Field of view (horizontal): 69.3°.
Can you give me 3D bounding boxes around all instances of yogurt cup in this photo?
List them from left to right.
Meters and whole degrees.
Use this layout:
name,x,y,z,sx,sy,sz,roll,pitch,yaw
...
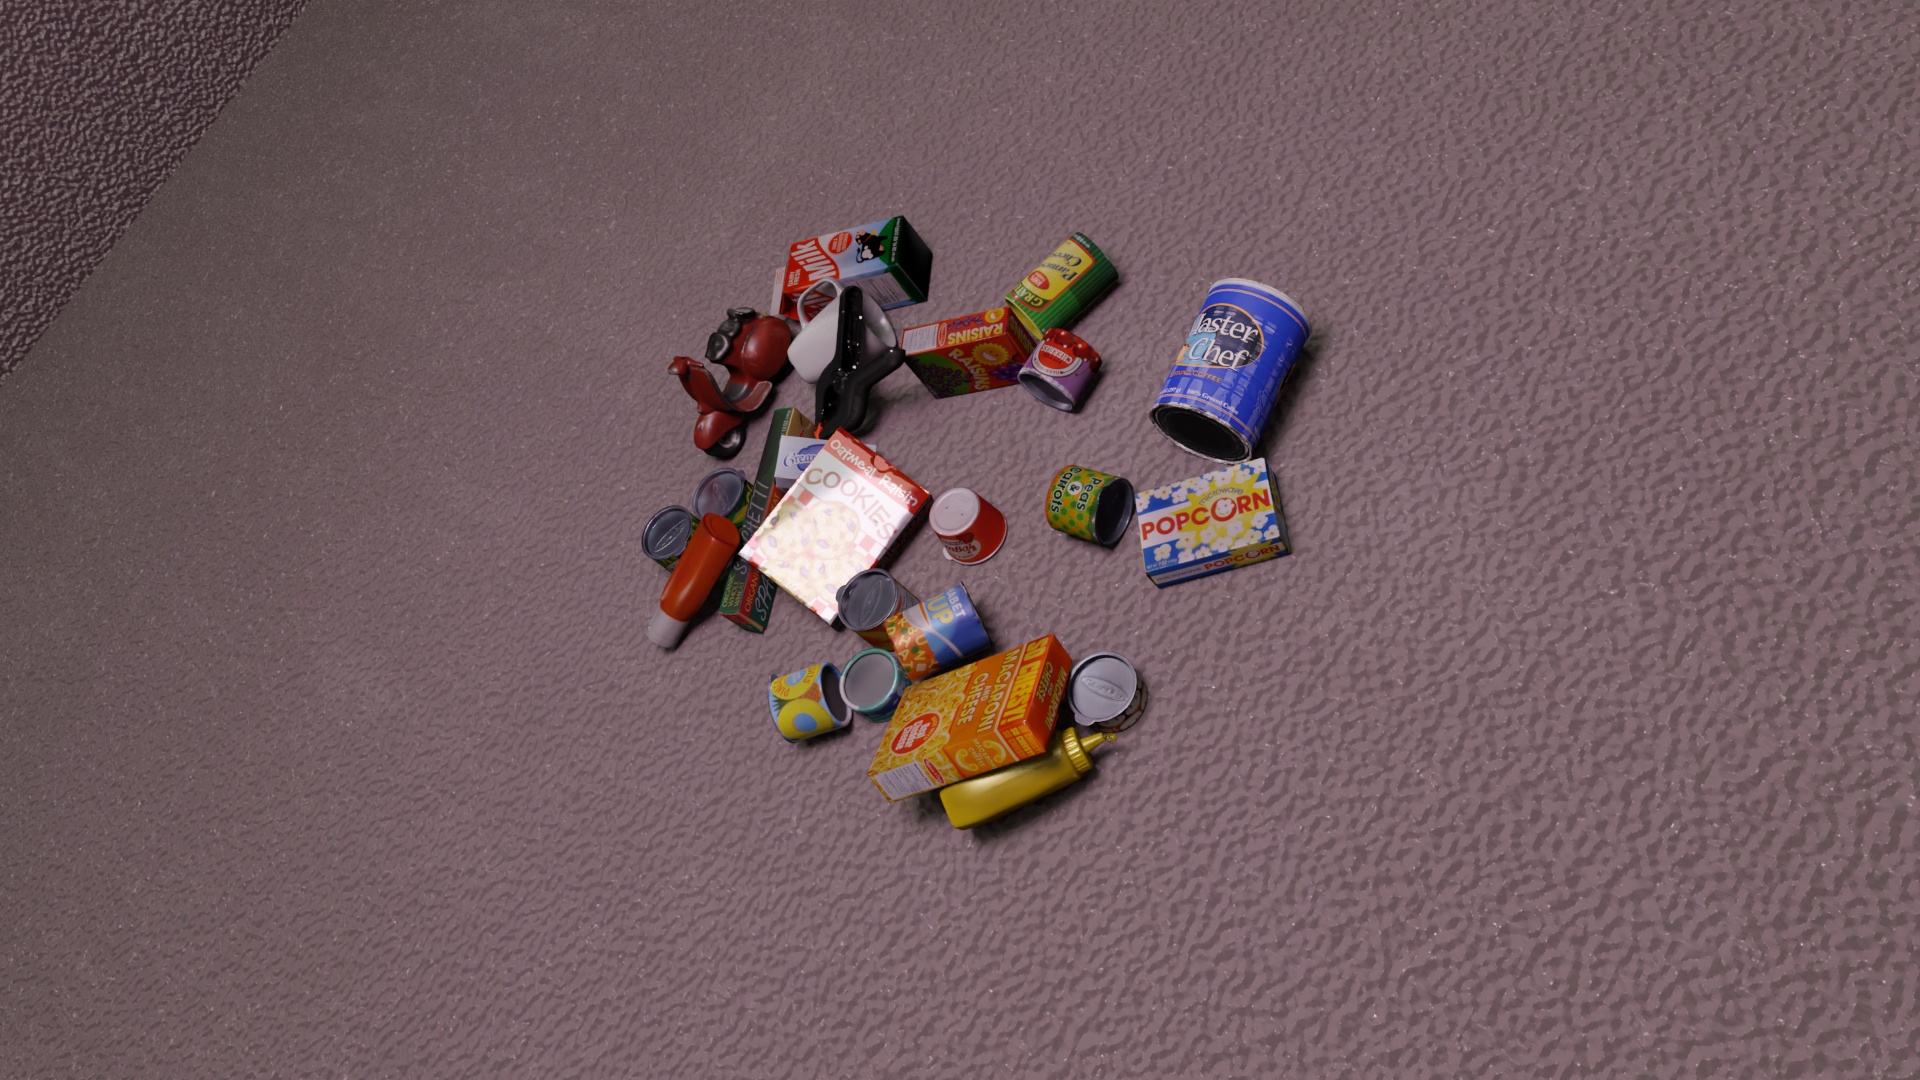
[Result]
name,x,y,z,sx,sy,sz,roll,pitch,yaw
yogurt cup,0.005,-0.017,1.366,0.072,0.053,0.073,-13,58,21

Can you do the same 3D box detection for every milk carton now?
name,x,y,z,sx,sy,sz,roll,pitch,yaw
milk carton,-0.135,-0.304,1.594,0.190,0.073,0.072,-9,60,25

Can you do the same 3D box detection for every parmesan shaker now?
name,x,y,z,sx,sy,sz,roll,pitch,yaw
parmesan shaker,0.104,-0.264,1.446,0.103,0.071,0.071,-43,52,1

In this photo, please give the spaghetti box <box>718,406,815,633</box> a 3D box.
name,x,y,z,sx,sy,sz,roll,pitch,yaw
spaghetti box,-0.204,-0.024,1.487,0.028,0.050,0.251,-3,62,30

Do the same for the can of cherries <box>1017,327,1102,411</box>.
name,x,y,z,sx,sy,sz,roll,pitch,yaw
can of cherries,0.100,-0.172,1.392,0.071,0.071,0.058,25,77,36

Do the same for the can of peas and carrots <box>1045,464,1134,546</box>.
name,x,y,z,sx,sy,sz,roll,pitch,yaw
can of peas and carrots,0.120,-0.035,1.303,0.059,0.070,0.071,18,73,35

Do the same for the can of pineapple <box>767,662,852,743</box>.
name,x,y,z,sx,sy,sz,roll,pitch,yaw
can of pineapple,-0.145,0.155,1.340,0.058,0.071,0.071,-20,56,17

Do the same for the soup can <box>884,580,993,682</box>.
name,x,y,z,sx,sy,sz,roll,pitch,yaw
soup can,-0.022,0.084,1.302,0.084,0.071,0.071,-25,53,-1

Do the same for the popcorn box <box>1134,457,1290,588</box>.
name,x,y,z,sx,sy,sz,roll,pitch,yaw
popcorn box,0.226,-0.015,1.255,0.126,0.038,0.085,-16,56,20

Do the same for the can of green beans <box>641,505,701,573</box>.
name,x,y,z,sx,sy,sz,roll,pitch,yaw
can of green beans,-0.305,0.003,1.521,0.071,0.057,0.071,-13,58,22

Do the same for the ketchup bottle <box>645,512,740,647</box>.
name,x,y,z,sx,sy,sz,roll,pitch,yaw
ketchup bottle,-0.284,0.045,1.464,0.148,0.043,0.065,-57,28,19

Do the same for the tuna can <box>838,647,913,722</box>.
name,x,y,z,sx,sy,sz,roll,pitch,yaw
tuna can,-0.079,0.137,1.337,0.071,0.032,0.071,-13,58,22

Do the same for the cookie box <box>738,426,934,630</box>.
name,x,y,z,sx,sy,sz,roll,pitch,yaw
cookie box,-0.125,-0.013,1.413,0.123,0.040,0.167,36,83,12

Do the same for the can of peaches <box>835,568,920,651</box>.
name,x,y,z,sx,sy,sz,roll,pitch,yaw
can of peaches,-0.080,0.068,1.361,0.071,0.058,0.071,-13,58,23

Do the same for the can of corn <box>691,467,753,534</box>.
name,x,y,z,sx,sy,sz,roll,pitch,yaw
can of corn,-0.247,-0.039,1.513,0.071,0.058,0.071,-13,58,22

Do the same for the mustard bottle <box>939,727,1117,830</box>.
name,x,y,z,sx,sy,sz,roll,pitch,yaw
mustard bottle,0.062,0.200,1.206,0.160,0.065,0.049,-27,79,7

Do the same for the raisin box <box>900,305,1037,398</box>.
name,x,y,z,sx,sy,sz,roll,pitch,yaw
raisin box,0.011,-0.194,1.443,0.123,0.086,0.040,-9,58,24

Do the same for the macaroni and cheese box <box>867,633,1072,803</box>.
name,x,y,z,sx,sy,sz,roll,pitch,yaw
macaroni and cheese box,0.011,0.156,1.222,0.166,0.040,0.124,-23,24,28

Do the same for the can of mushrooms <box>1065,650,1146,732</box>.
name,x,y,z,sx,sy,sz,roll,pitch,yaw
can of mushrooms,0.128,0.136,1.225,0.071,0.033,0.071,-13,58,21

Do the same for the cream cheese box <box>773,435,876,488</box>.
name,x,y,z,sx,sy,sz,roll,pitch,yaw
cream cheese box,-0.143,-0.079,1.471,0.104,0.024,0.053,6,64,-2
